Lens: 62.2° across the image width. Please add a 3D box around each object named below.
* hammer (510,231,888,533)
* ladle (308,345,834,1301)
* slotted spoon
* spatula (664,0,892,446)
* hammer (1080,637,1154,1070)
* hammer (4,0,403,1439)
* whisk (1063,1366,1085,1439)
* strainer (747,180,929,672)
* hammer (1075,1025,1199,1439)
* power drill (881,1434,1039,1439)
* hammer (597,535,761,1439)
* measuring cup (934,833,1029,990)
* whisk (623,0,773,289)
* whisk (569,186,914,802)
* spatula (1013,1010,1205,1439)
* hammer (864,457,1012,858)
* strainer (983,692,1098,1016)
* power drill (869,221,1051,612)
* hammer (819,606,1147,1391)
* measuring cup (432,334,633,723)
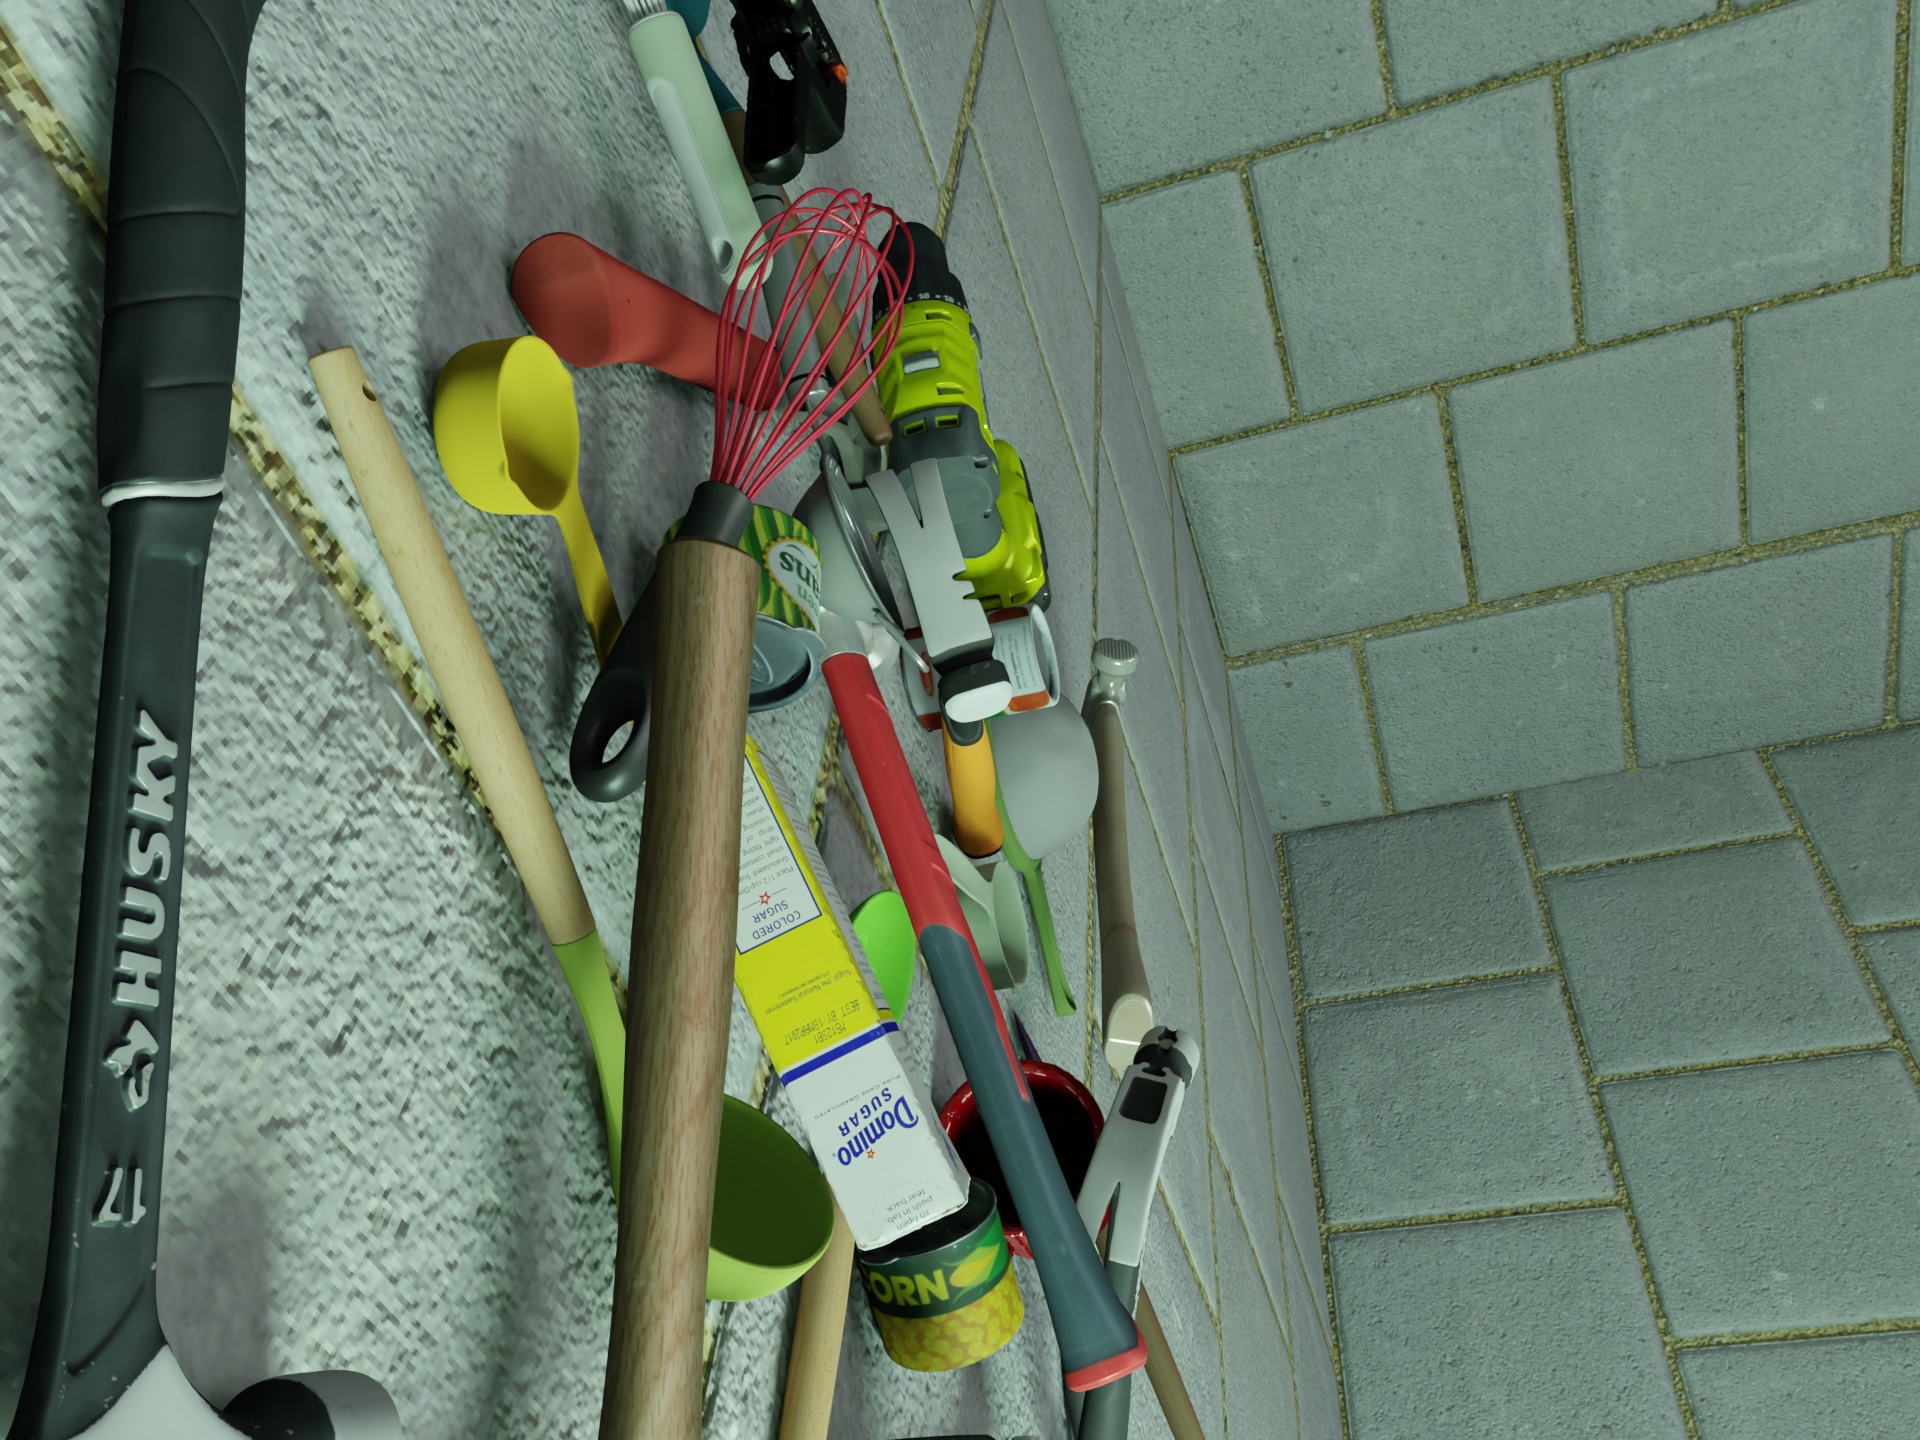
[{"bbox_3d":[-0.104,-0.175,0.742,0.359,0.037,0.149,-7,85,-76],"label":"hammer"},{"bbox_3d":[-0.117,0.039,0.487,0.078,0.062,0.320,-73,146,-72],"label":"ladle"},{"bbox_3d":[-0.052,0.200,0.665,0.314,0.031,0.070,-83,157,-46],"label":"slotted spoon"},{"bbox_3d":[-0.093,-0.278,0.776,0.317,0.044,0.082,66,12,9],"label":"spatula"},{"bbox_3d":[0.112,0.105,1.192,0.411,0.038,0.146,-86,-175,-55],"label":"hammer"},{"bbox_3d":[-0.180,-0.035,0.347,0.149,0.036,0.409,43,37,-65],"label":"hammer"},{"bbox_3d":[0.087,0.468,0.948,0.055,0.055,0.239,59,20,-53],"label":"whisk"},{"bbox_3d":[-0.067,-0.137,0.704,0.086,0.050,0.258,50,26,-76],"label":"strainer"},{"bbox_3d":[0.078,0.336,0.830,0.146,0.035,0.334,-48,146,-61],"label":"hammer"},{"bbox_3d":[0.011,0.382,0.671,0.223,0.080,0.171,65,20,-54],"label":"power drill"},{"bbox_3d":[-0.080,0.102,0.458,0.130,0.031,0.331,22,61,-45],"label":"hammer"},{"bbox_3d":[-0.002,0.104,0.915,0.167,0.038,0.083,52,29,-56],"label":"measuring cup"},{"bbox_3d":[-0.132,-0.299,0.668,0.059,0.058,0.246,-24,95,-38],"label":"whisk"},{"bbox_3d":[-0.082,-0.097,0.599,0.073,0.073,0.296,60,40,-50],"label":"whisk"},{"bbox_3d":[0.087,0.306,0.947,0.059,0.018,0.316,71,-4,-45],"label":"spatula"},{"bbox_3d":[-0.001,-0.003,0.849,0.336,0.034,0.127,82,-9,-67],"label":"hammer"},{"bbox_3d":[0.072,0.082,1.146,0.151,0.069,0.256,7,70,-75],"label":"strainer"},{"bbox_3d":[-0.005,-0.171,0.976,0.228,0.080,0.191,66,14,-63],"label":"power drill"},{"bbox_3d":[-0.010,0.102,0.713,0.387,0.038,0.143,69,13,18],"label":"hammer"},{"bbox_3d":[-0.142,-0.058,0.546,0.062,0.029,0.156,-79,165,-47],"label":"measuring cup"}]
